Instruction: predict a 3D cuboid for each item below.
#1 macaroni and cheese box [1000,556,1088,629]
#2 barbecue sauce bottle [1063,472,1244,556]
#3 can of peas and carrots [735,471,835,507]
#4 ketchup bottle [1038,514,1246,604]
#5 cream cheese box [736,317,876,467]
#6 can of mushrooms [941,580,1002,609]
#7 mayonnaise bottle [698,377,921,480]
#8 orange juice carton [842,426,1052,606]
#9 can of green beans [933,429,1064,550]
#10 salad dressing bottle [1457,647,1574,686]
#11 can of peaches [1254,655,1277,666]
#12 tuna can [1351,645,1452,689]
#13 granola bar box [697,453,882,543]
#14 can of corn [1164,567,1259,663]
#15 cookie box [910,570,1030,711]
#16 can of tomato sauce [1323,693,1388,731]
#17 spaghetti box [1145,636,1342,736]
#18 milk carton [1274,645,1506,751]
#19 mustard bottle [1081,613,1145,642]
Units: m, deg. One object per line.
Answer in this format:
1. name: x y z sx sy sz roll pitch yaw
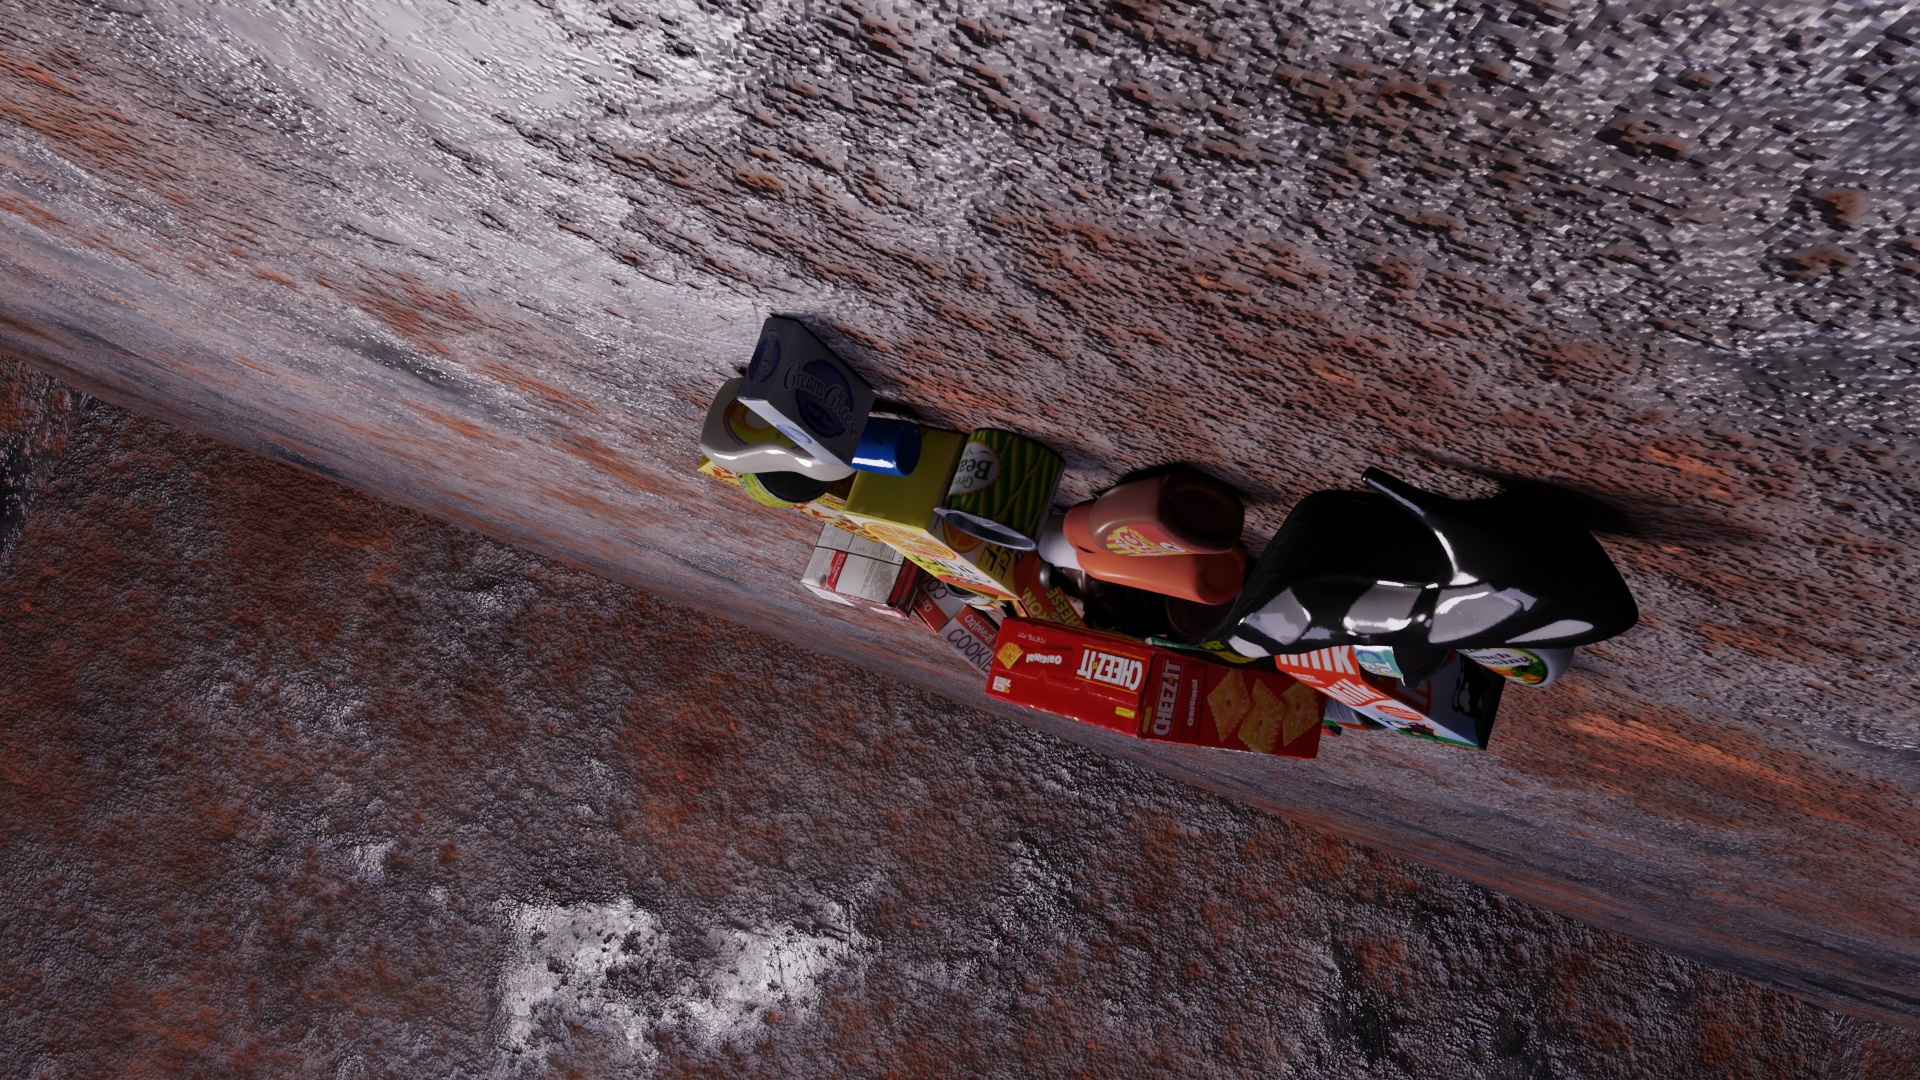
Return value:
1. macaroni and cheese box: 0.083 0.085 1.250 0.124 0.040 0.166 55 175 11
2. barbecue sauce bottle: 0.113 -0.013 0.873 0.065 0.044 0.148 21 170 -20
3. can of peas and carrots: -0.129 -0.058 1.010 0.071 0.071 0.058 23 169 -19
4. ketchup bottle: 0.120 0.011 0.966 0.149 0.043 0.065 12 -173 42
5. cream cheese box: -0.091 -0.088 0.834 0.024 0.053 0.103 11 166 28
6. can of mushrooms: 0.020 0.023 1.152 0.071 0.071 0.033 9 165 44
7. mayonnaise bottle: -0.099 -0.070 0.922 0.148 0.065 0.041 10 158 25
8. orange juice carton: 0.004 -0.012 0.993 0.073 0.072 0.192 13 167 32
9. can of green beans: 0.028 -0.032 0.889 0.071 0.058 0.071 19 169 4
10. salad dressing bottle: 0.298 0.042 0.817 0.147 0.044 0.064 25 166 -27
11. can of peaches: 0.256 0.115 1.184 0.071 0.071 0.058 21 168 -8
12. tuna can: 0.272 0.055 0.856 0.071 0.071 0.033 27 167 -35
13. granola bar box: -0.117 -0.049 1.113 0.165 0.039 0.124 23 168 -17
14. can of corn: 0.187 0.050 0.982 0.058 0.071 0.071 28 166 -39
15. cookie box: 0.002 0.075 1.264 0.123 0.040 0.167 46 -179 44
16. can of tomato sauce: 0.308 0.117 1.120 0.071 0.071 0.083 25 167 -28
17. spaghetti box: 0.251 0.135 1.347 0.250 0.050 0.028 12 167 34
18. milk carton: 0.281 0.074 0.930 0.190 0.073 0.072 27 167 -33
19. mustard bottle: 0.141 0.084 1.291 0.065 0.049 0.160 16 168 7
